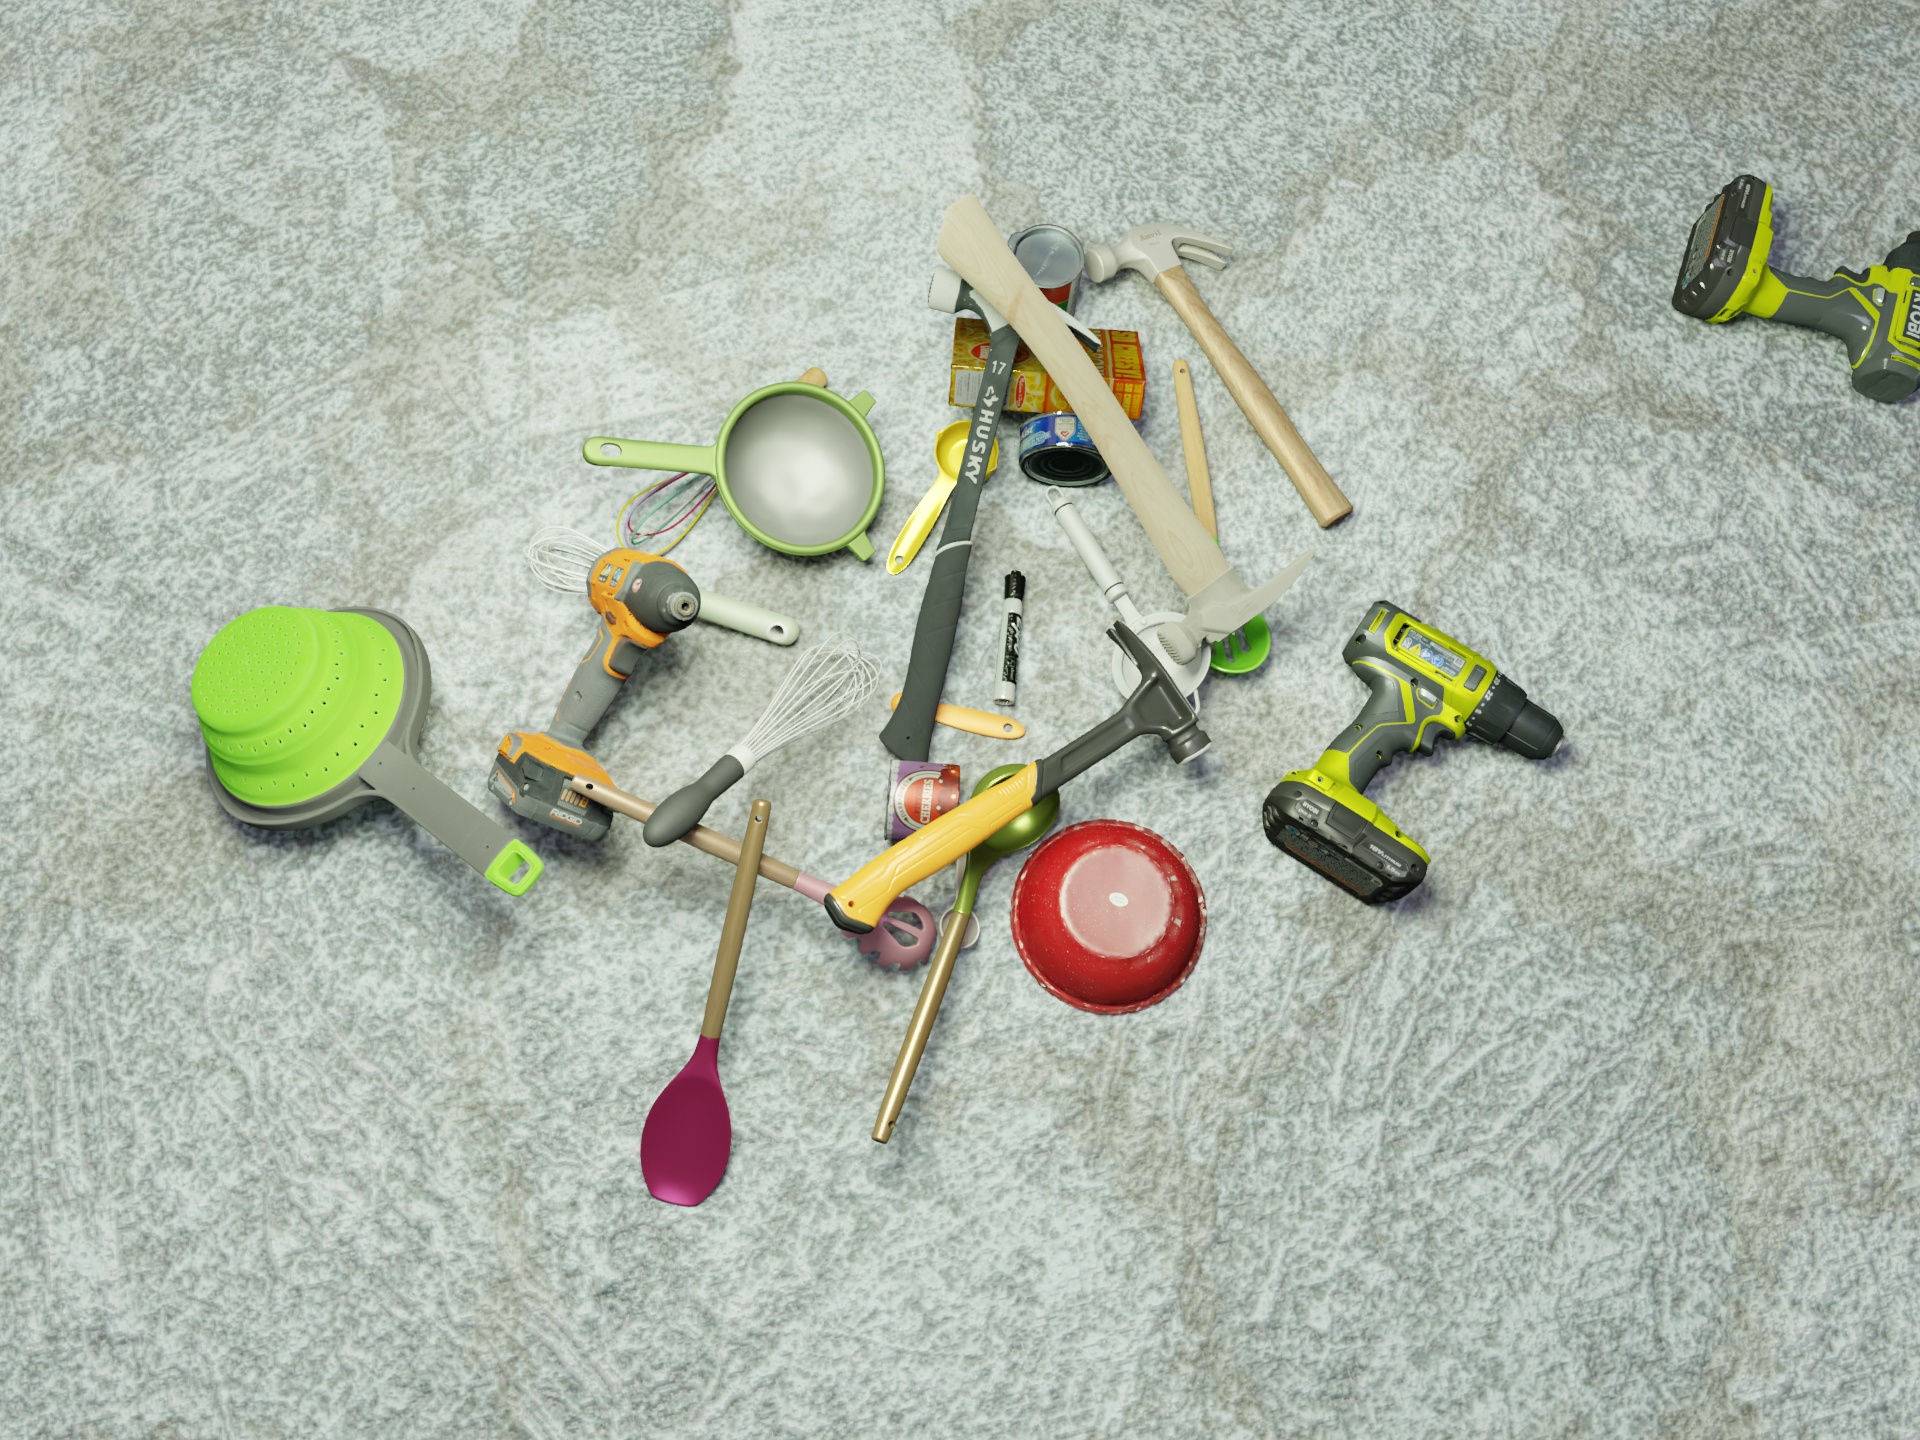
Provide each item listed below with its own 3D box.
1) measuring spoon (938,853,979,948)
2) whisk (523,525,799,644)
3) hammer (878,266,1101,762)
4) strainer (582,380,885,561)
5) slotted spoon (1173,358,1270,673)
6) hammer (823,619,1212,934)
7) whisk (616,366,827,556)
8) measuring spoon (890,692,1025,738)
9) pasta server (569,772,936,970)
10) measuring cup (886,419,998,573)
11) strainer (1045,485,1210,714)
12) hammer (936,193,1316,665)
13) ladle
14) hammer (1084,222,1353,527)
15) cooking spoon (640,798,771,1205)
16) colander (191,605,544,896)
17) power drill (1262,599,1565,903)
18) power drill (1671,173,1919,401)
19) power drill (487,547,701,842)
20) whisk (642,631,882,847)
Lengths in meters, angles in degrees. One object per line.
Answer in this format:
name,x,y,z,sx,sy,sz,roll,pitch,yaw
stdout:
measuring spoon,0.003,0.128,1.300,0.034,0.018,0.124,16,64,-16
whisk,-0.255,-0.111,1.358,0.246,0.059,0.057,18,109,1
hammer,0.004,-0.161,1.322,0.149,0.036,0.409,13,90,-2
strainer,-0.195,-0.212,1.355,0.256,0.069,0.151,2,83,-20
slotted spoon,0.217,-0.182,1.402,0.070,0.031,0.314,-5,70,-3
hammer,0.035,0.054,1.239,0.337,0.034,0.127,-33,86,-18
whisk,-0.208,-0.233,1.400,0.047,0.051,0.245,39,72,16
measuring spoon,-0.002,-0.004,1.343,0.117,0.011,0.021,13,72,3
pasta server,-0.154,0.113,1.230,0.316,0.040,0.060,26,72,-14
measuring cup,-0.020,-0.193,1.405,0.062,0.029,0.156,31,85,8
strainer,0.140,-0.103,1.366,0.087,0.050,0.259,-34,68,10
hammer,0.122,-0.252,1.292,0.146,0.038,0.410,-35,94,-4
ladle,0.000,0.176,1.238,0.062,0.078,0.320,-6,54,44
hammer,0.251,-0.315,1.437,0.130,0.031,0.331,-27,77,-22
cooking spoon,-0.184,0.215,1.208,0.069,0.017,0.319,13,94,1
colander,-0.470,0.014,1.218,0.397,0.094,0.204,30,75,28
power drill,0.371,0.033,1.309,0.190,0.080,0.228,33,71,9
power drill,0.792,-0.409,1.470,0.223,0.080,0.171,21,73,2
power drill,-0.278,-0.025,1.247,0.084,0.164,0.226,27,86,-31
whisk,-0.156,0.015,1.254,0.070,0.070,0.285,36,46,10
